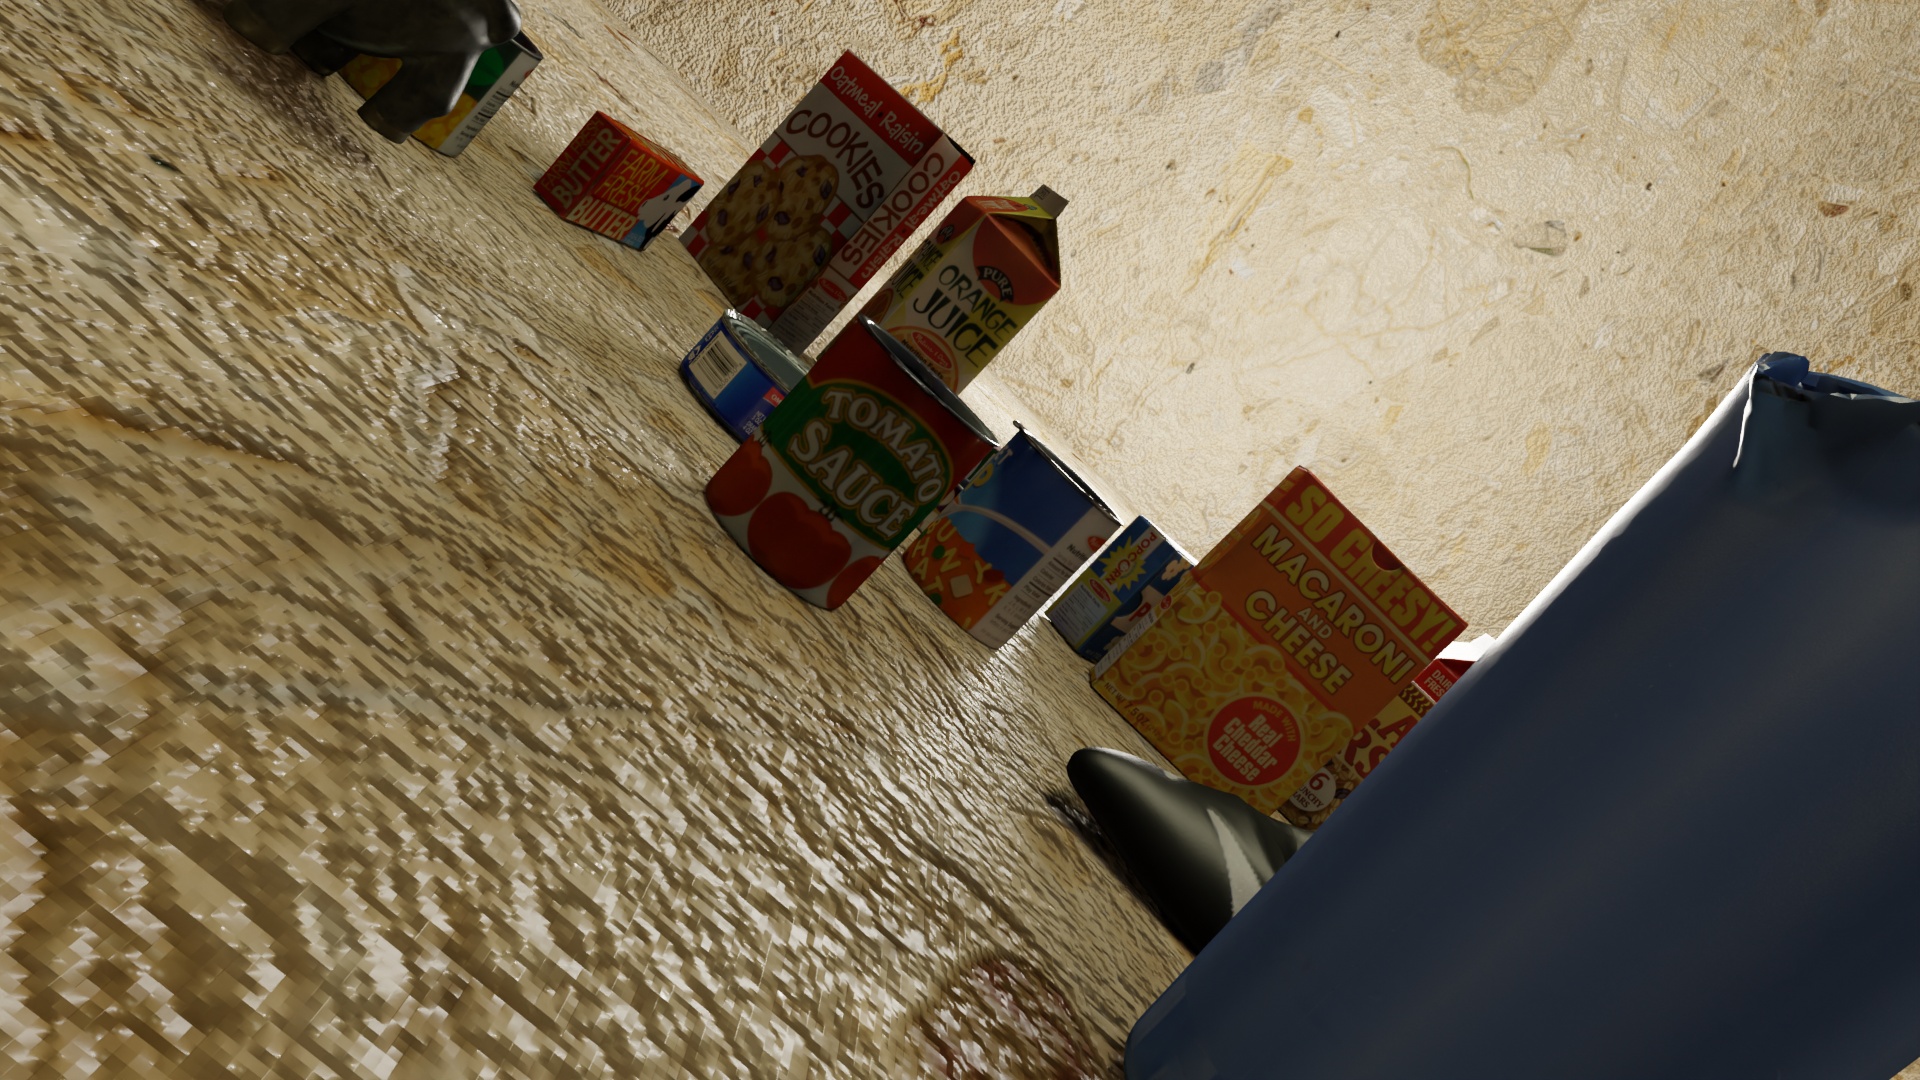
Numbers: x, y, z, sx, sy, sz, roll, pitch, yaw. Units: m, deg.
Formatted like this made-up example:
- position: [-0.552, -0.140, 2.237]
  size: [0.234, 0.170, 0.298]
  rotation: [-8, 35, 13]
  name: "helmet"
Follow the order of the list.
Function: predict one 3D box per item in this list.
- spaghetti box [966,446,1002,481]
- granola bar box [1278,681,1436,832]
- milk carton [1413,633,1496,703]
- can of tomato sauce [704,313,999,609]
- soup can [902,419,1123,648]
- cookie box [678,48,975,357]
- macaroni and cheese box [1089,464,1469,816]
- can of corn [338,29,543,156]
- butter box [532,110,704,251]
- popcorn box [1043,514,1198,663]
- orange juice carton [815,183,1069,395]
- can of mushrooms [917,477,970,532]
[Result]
- position: [0.030, -0.029, 0.922]
  size: [0.029, 0.050, 0.250]
  rotation: [49, 10, 32]
  name: "spaghetti box"
- position: [0.221, 0.101, 0.935]
  size: [0.165, 0.124, 0.039]
  rotation: [44, 8, 1]
  name: "granola bar box"
- position: [0.345, 0.145, 1.072]
  size: [0.073, 0.190, 0.072]
  rotation: [44, 8, -2]
  name: "milk carton"
- position: [-0.038, -0.026, 0.486]
  size: [0.071, 0.083, 0.071]
  rotation: [43, 8, -8]
  name: "can of tomato sauce"
- position: [0.022, -0.003, 0.651]
  size: [0.071, 0.083, 0.071]
  rotation: [43, 8, -8]
  name: "soup can"
- position: [-0.087, -0.214, 0.880]
  size: [0.123, 0.167, 0.040]
  rotation: [50, 10, 36]
  name: "cookie box"
- position: [0.173, 0.060, 0.765]
  size: [0.123, 0.166, 0.040]
  rotation: [44, 8, -3]
  name: "macaroni and cheese box"
- position: [-0.223, -0.207, 0.586]
  size: [0.071, 0.058, 0.071]
  rotation: [43, 8, -8]
  name: "can of corn"
- position: [-0.174, -0.183, 0.716]
  size: [0.024, 0.053, 0.103]
  rotation: [45, 8, 6]
  name: "butter box"
- position: [0.117, 0.043, 0.862]
  size: [0.038, 0.085, 0.126]
  rotation: [49, 10, 34]
  name: "popcorn box"
- position: [-0.003, -0.159, 0.918]
  size: [0.073, 0.192, 0.072]
  rotation: [41, 9, -22]
  name: "orange juice carton"
- position: [0.003, -0.010, 0.762]
  size: [0.071, 0.033, 0.071]
  rotation: [43, 8, -8]
  name: "can of mushrooms"
